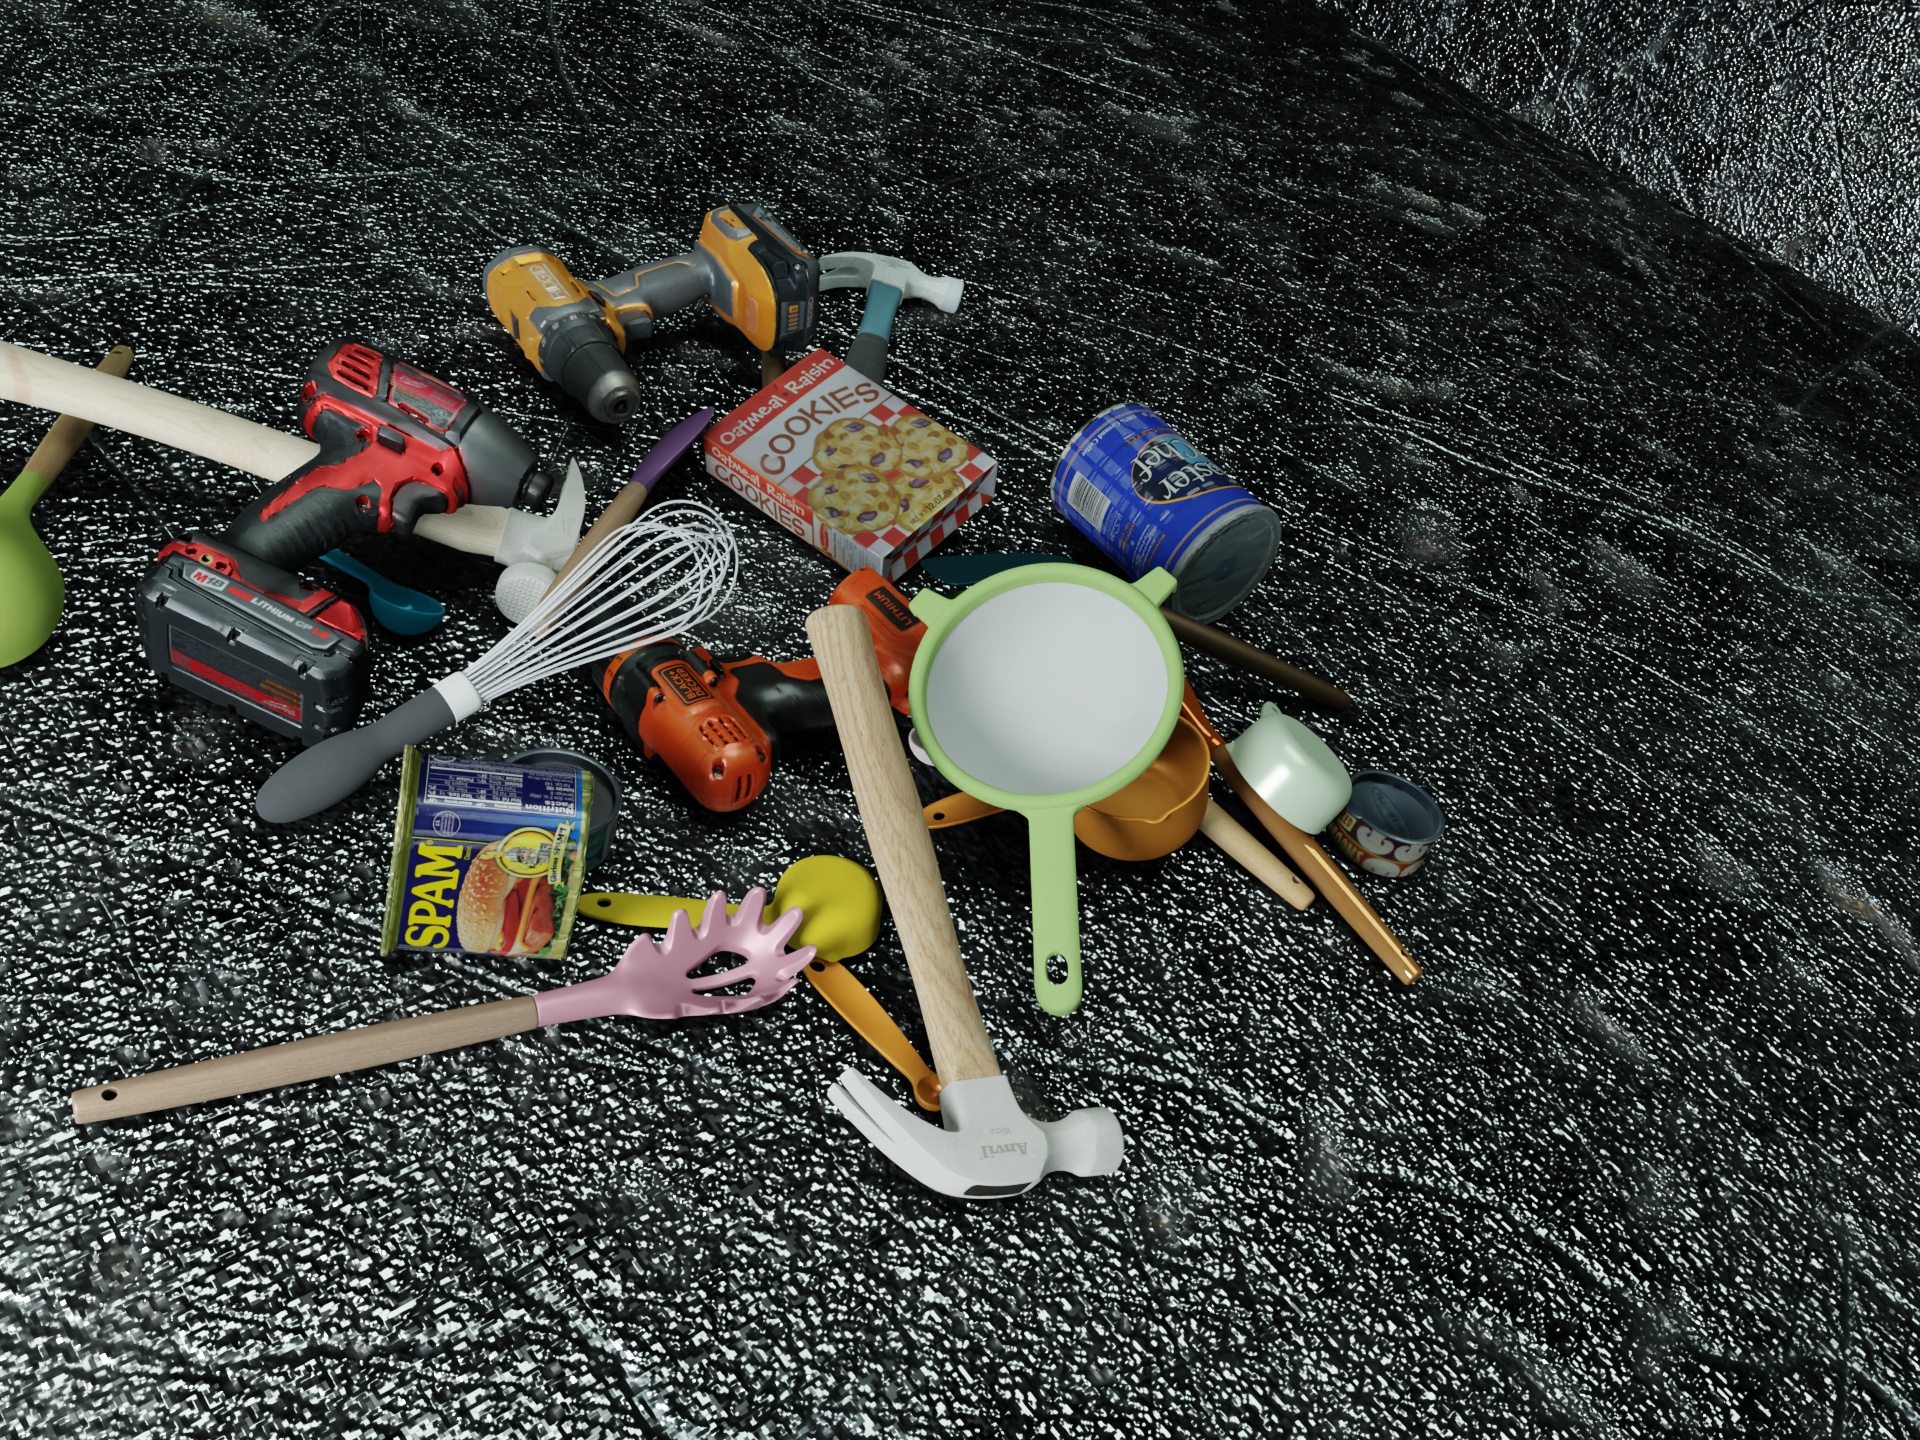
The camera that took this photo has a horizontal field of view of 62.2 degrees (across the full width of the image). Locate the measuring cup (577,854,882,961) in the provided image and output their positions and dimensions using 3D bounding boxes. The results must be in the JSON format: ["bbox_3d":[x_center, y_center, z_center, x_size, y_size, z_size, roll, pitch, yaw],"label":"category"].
[{"bbox_3d":[-0.115,0.089,0.805,0.156,0.029,0.062,5,34,-16],"label":"measuring cup"}]

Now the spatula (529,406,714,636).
[{"bbox_3d":[-0.210,-0.135,1.002,0.018,0.060,0.316,54,25,-23],"label":"spatula"}]

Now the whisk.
[{"bbox_3d":[-0.234,-0.028,0.830,0.284,0.070,0.070,-35,61,-23],"label":"whisk"}]

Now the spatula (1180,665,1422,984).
[{"bbox_3d":[0.173,0.042,0.997,0.081,0.041,0.323,-13,53,-36],"label":"spatula"}]

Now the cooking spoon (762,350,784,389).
[{"bbox_3d":[-0.153,-0.325,1.298,0.068,0.017,0.319,7,39,-12],"label":"cooking spoon"}]

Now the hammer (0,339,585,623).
[{"bbox_3d":[-0.426,-0.169,0.933,0.410,0.038,0.146,18,36,-16],"label":"hammer"}]

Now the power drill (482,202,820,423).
[{"bbox_3d":[-0.216,-0.301,1.182,0.226,0.084,0.186,-20,52,-27],"label":"power drill"}]

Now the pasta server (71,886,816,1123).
[{"bbox_3d":[-0.216,0.131,0.707,0.316,0.040,0.060,-8,57,-29],"label":"pasta server"}]

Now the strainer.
[{"bbox_3d":[0.051,0.039,0.869,0.151,0.069,0.257,-5,65,8],"label":"strainer"}]

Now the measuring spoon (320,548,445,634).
[{"bbox_3d":[-0.352,-0.079,0.921,0.129,0.021,0.042,28,14,24],"label":"measuring spoon"}]

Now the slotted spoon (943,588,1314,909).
[{"bbox_3d":[0.098,0.010,0.995,0.314,0.031,0.070,42,41,22],"label":"slotted spoon"}]

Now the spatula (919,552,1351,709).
[{"bbox_3d":[0.127,-0.059,1.060,0.317,0.044,0.082,22,9,-19],"label":"spatula"}]

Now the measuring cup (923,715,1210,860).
[{"bbox_3d":[0.061,0.050,0.925,0.173,0.052,0.095,-15,47,-3],"label":"measuring cup"}]

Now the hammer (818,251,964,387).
[{"bbox_3d":[-0.072,-0.299,1.291,0.128,0.033,0.331,16,38,-7],"label":"hammer"}]

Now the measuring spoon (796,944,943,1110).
[{"bbox_3d":[-0.045,0.151,0.782,0.021,0.011,0.117,-20,49,-39],"label":"measuring spoon"}]

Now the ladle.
[{"bbox_3d":[-0.517,-0.136,0.904,0.078,0.062,0.320,3,34,-13],"label":"ladle"}]

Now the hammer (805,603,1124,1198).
[{"bbox_3d":[-0.028,0.077,0.799,0.130,0.031,0.332,1,54,-29],"label":"hammer"}]

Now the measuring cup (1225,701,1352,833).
[{"bbox_3d":[0.211,0.012,1.008,0.083,0.038,0.168,39,23,-8],"label":"measuring cup"}]

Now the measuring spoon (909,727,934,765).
[{"bbox_3d":[-0.002,-0.003,0.984,0.034,0.018,0.124,14,30,11],"label":"measuring spoon"}]

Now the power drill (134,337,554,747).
[{"bbox_3d":[-0.322,-0.101,0.853,0.143,0.078,0.220,27,53,-7],"label":"power drill"}]
